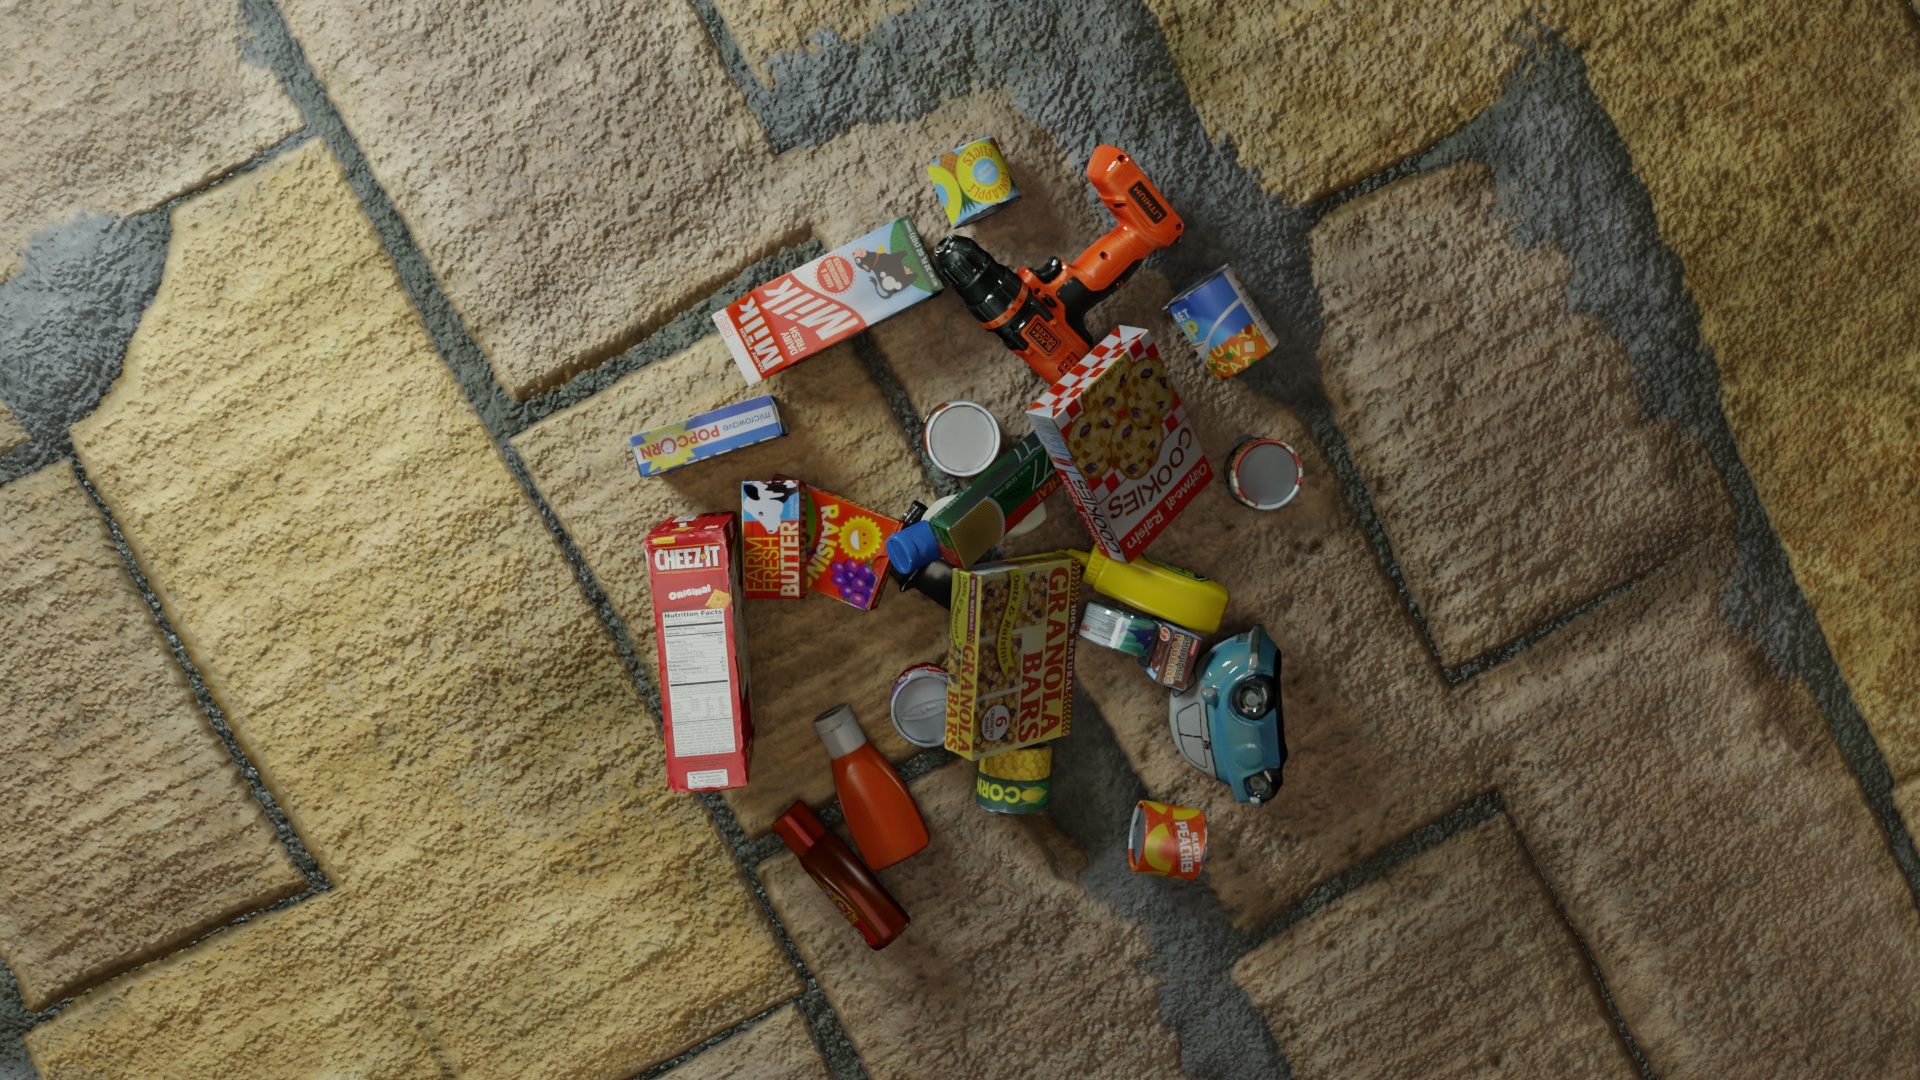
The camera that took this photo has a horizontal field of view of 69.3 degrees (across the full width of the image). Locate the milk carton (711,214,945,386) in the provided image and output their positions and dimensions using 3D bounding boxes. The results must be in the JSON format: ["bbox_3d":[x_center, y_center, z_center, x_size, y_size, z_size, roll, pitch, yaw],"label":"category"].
[{"bbox_3d":[-0.115,-0.207,1.206,0.191,0.073,0.072,-27,97,-1],"label":"milk carton"}]

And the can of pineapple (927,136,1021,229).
[{"bbox_3d":[0.012,-0.311,1.208,0.071,0.071,0.058,-25,97,-1],"label":"can of pineapple"}]

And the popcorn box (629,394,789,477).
[{"bbox_3d":[-0.215,-0.091,1.203,0.127,0.085,0.038,-17,96,-2],"label":"popcorn box"}]

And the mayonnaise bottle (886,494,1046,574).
[{"bbox_3d":[0.004,-0.015,1.217,0.149,0.041,0.064,-27,96,-30],"label":"mayonnaise bottle"}]

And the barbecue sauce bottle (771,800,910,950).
[{"bbox_3d":[-0.110,0.302,1.260,0.044,0.064,0.148,-41,88,-21],"label":"barbecue sauce bottle"}]

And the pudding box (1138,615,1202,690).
[{"bbox_3d":[0.187,0.101,1.250,0.030,0.084,0.049,18,94,-6],"label":"pudding box"}]

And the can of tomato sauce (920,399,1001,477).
[{"bbox_3d":[0.000,-0.088,1.220,0.071,0.083,0.071,0,96,-4],"label":"can of tomato sauce"}]

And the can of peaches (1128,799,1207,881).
[{"bbox_3d":[0.190,0.275,1.273,0.058,0.071,0.071,10,95,-4],"label":"can of peaches"}]

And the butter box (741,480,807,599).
[{"bbox_3d":[-0.161,-0.001,1.202,0.053,0.024,0.103,-1,90,10],"label":"butter box"}]

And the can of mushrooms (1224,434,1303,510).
[{"bbox_3d":[0.276,-0.063,1.268,0.071,0.033,0.071,0,96,-4],"label":"can of mushrooms"}]

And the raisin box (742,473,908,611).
[{"bbox_3d":[-0.119,0.001,1.229,0.123,0.040,0.086,21,93,7],"label":"raisin box"}]

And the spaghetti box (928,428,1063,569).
[{"bbox_3d":[0.075,-0.072,1.202,0.251,0.029,0.050,-41,132,-21],"label":"spaghetti box"}]

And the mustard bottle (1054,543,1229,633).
[{"bbox_3d":[0.162,0.036,1.255,0.160,0.065,0.048,21,96,2],"label":"mustard bottle"}]

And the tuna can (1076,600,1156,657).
[{"bbox_3d":[0.143,0.080,1.256,0.071,0.071,0.033,18,93,-6],"label":"tuna can"}]

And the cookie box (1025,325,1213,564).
[{"bbox_3d":[0.142,-0.081,1.199,0.123,0.040,0.167,-44,124,-20],"label":"cookie box"}]

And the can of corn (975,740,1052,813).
[{"bbox_3d":[0.047,0.211,1.257,0.071,0.071,0.058,4,94,-4],"label":"can of corn"}]

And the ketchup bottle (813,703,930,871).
[{"bbox_3d":[-0.085,0.222,1.262,0.065,0.043,0.148,-26,96,-2],"label":"ketchup bottle"}]

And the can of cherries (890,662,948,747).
[{"bbox_3d":[-0.030,0.145,1.252,0.071,0.058,0.071,0,96,-3],"label":"can of cherries"}]

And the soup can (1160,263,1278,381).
[{"bbox_3d":[0.231,-0.192,1.237,0.071,0.071,0.083,-35,97,0],"label":"soup can"}]

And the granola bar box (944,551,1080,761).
[{"bbox_3d":[0.046,0.099,1.223,0.124,0.039,0.165,-8,106,-41],"label":"granola bar box"}]
